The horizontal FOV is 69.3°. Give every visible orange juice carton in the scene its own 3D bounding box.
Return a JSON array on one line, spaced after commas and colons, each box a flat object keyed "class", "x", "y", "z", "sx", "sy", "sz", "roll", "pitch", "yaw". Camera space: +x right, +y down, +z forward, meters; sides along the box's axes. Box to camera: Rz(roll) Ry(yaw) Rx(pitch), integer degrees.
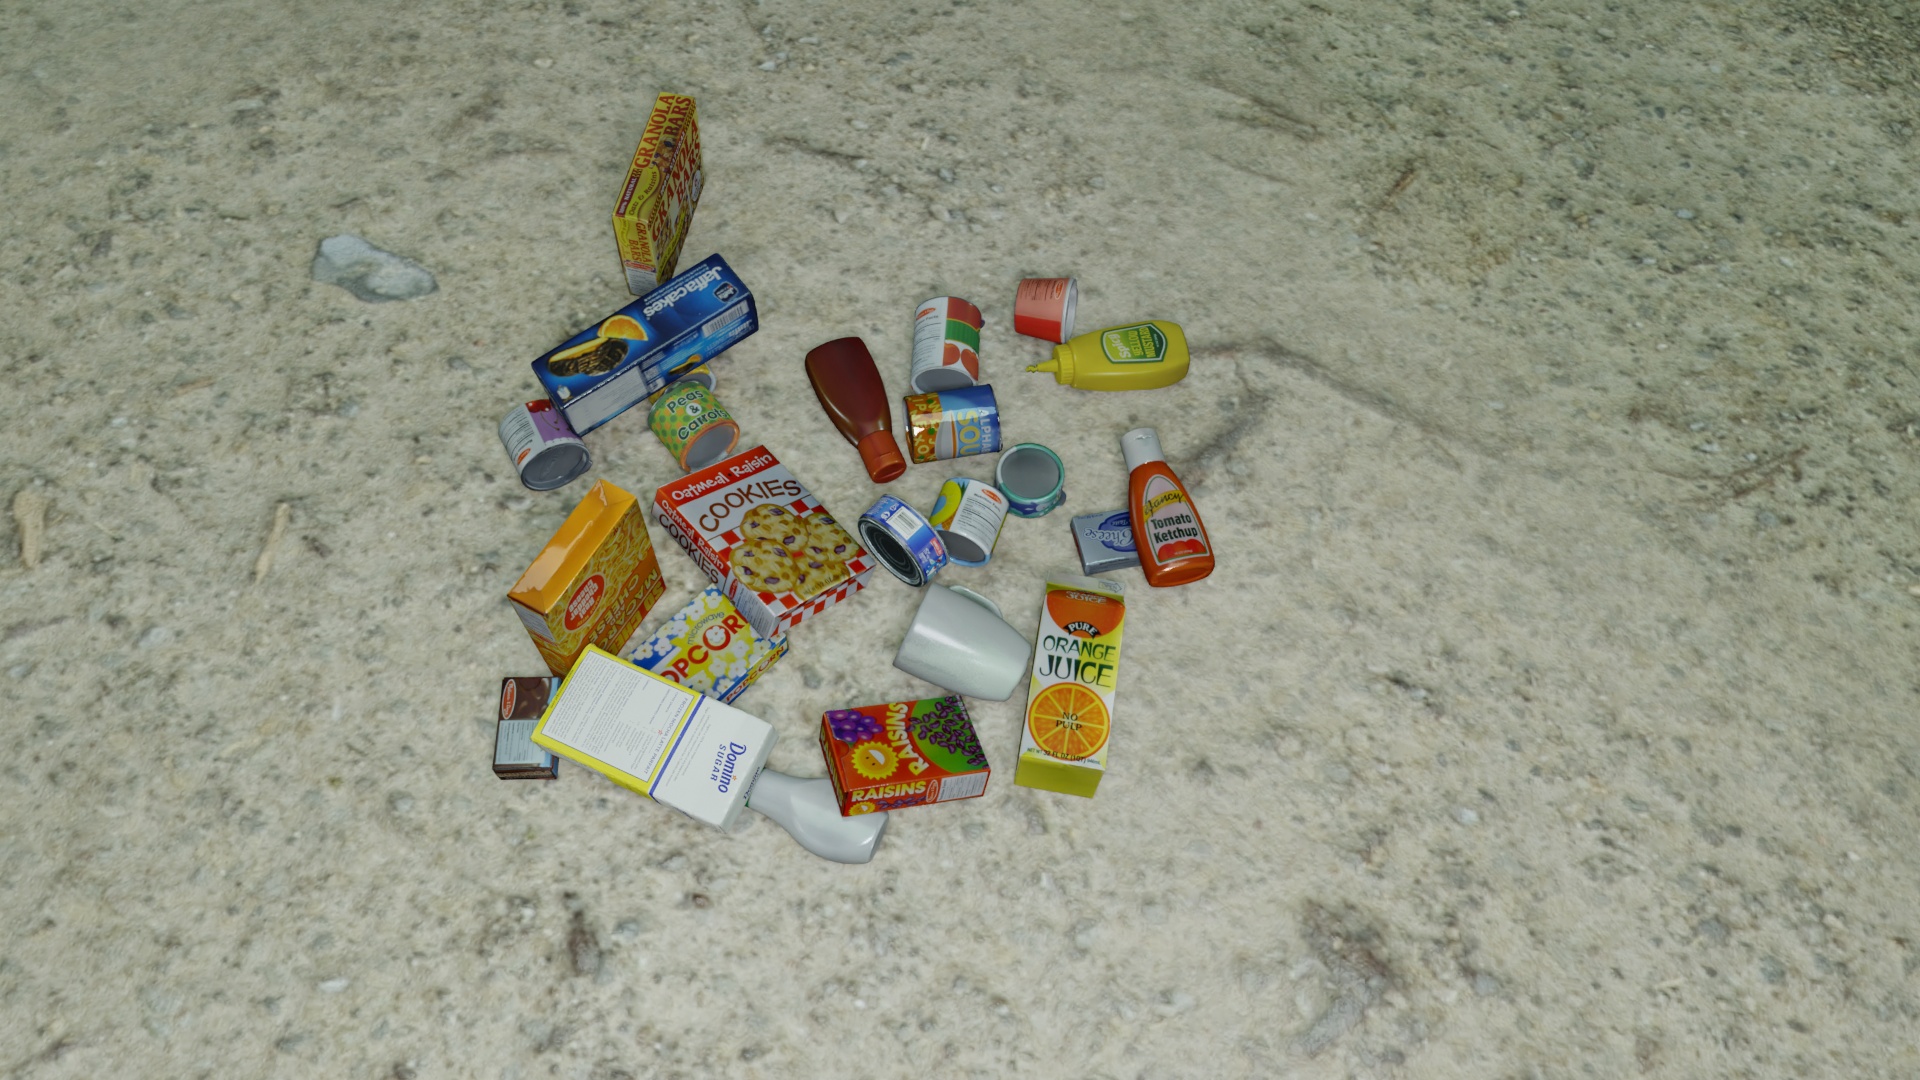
[{"class": "orange juice carton", "x": 0.097, "y": 0.115, "z": 1.198, "sx": 0.072, "sy": 0.072, "sz": 0.193, "roll": 10, "pitch": 62, "yaw": 2}]

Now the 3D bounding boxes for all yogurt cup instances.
[{"class": "yogurt cup", "x": 0.085, "y": -0.232, "z": 1.388, "sx": 0.054, "sy": 0.072, "sz": 0.073, "roll": 9, "pitch": 62, "yaw": 11}]

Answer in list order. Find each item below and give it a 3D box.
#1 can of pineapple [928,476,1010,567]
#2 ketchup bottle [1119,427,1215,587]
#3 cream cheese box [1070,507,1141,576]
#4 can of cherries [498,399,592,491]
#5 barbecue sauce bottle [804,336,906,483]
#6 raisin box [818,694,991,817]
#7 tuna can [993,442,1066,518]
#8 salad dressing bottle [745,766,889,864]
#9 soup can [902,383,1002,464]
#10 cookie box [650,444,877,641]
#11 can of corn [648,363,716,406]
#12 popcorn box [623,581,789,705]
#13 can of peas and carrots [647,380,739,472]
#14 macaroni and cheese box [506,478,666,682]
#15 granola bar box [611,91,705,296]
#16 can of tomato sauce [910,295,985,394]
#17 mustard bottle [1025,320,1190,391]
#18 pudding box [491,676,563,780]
[{"class": "can of pineapple", "x": 0.005, "y": -0.016, "z": 1.268, "sx": 0.071, "sy": 0.070, "sz": 0.058, "roll": 19, "pitch": 63, "yaw": 7}, {"class": "ketchup bottle", "x": 0.182, "y": -0.032, "z": 1.269, "sx": 0.065, "sy": 0.043, "sz": 0.149, "roll": -10, "pitch": 63, "yaw": -8}, {"class": "cream cheese box", "x": 0.159, "y": -0.002, "z": 1.292, "sx": 0.104, "sy": 0.024, "sz": 0.053, "roll": -9, "pitch": 64, "yaw": -8}, {"class": "can of cherries", "x": -0.383, "y": -0.088, "z": 1.285, "sx": 0.072, "sy": 0.071, "sz": 0.058, "roll": -27, "pitch": 66, "yaw": -16}, {"class": "barbecue sauce bottle", "x": -0.096, "y": -0.124, "z": 1.331, "sx": 0.065, "sy": 0.043, "sz": 0.149, "roll": -20, "pitch": 66, "yaw": -13}, {"class": "raisin box", "x": -0.047, "y": 0.177, "z": 1.150, "sx": 0.123, "sy": 0.039, "sz": 0.086, "roll": -5, "pitch": 44, "yaw": -19}, {"class": "tuna can", "x": 0.067, "y": -0.056, "z": 1.310, "sx": 0.071, "sy": 0.032, "sz": 0.071, "roll": 1, "pitch": 62, "yaw": -2}, {"class": "salad dressing bottle", "x": -0.134, "y": 0.218, "z": 1.147, "sx": 0.148, "sy": 0.043, "sz": 0.064, "roll": 21, "pitch": 59, "yaw": 9}, {"class": "soup can", "x": -0.008, "y": -0.108, "z": 1.314, "sx": 0.084, "sy": 0.071, "sz": 0.071, "roll": -9, "pitch": 63, "yaw": -7}, {"class": "cookie box", "x": -0.176, "y": -0.001, "z": 1.241, "sx": 0.168, "sy": 0.040, "sz": 0.123, "roll": 45, "pitch": 46, "yaw": 19}, {"class": "can of corn", "x": -0.277, "y": -0.159, "z": 1.325, "sx": 0.071, "sy": 0.071, "sz": 0.058, "roll": -28, "pitch": 68, "yaw": -17}, {"class": "popcorn box", "x": -0.224, "y": 0.103, "z": 1.205, "sx": 0.085, "sy": 0.038, "sz": 0.127, "roll": 40, "pitch": 67, "yaw": 17}, {"class": "can of peas and carrots", "x": -0.249, "y": -0.107, "z": 1.297, "sx": 0.071, "sy": 0.070, "sz": 0.059, "roll": -35, "pitch": 70, "yaw": -19}, {"class": "macaroni and cheese box", "x": -0.307, "y": 0.041, "z": 1.161, "sx": 0.040, "sy": 0.165, "sz": 0.124, "roll": 27, "pitch": 64, "yaw": 11}, {"class": "granola bar box", "x": -0.300, "y": -0.344, "z": 1.390, "sx": 0.039, "sy": 0.123, "sz": 0.166, "roll": 11, "pitch": 62, "yaw": 1}, {"class": "can of tomato sauce", "x": -0.012, "y": -0.185, "z": 1.356, "sx": 0.071, "sy": 0.071, "sz": 0.083, "roll": 4, "pitch": 63, "yaw": -1}, {"class": "mustard bottle", "x": 0.143, "y": -0.178, "z": 1.370, "sx": 0.160, "sy": 0.048, "sz": 0.065, "roll": -8, "pitch": 61, "yaw": -8}, {"class": "pudding box", "x": -0.363, "y": 0.158, "z": 1.172, "sx": 0.050, "sy": 0.030, "sz": 0.084, "roll": -2, "pitch": 62, "yaw": -3}]
